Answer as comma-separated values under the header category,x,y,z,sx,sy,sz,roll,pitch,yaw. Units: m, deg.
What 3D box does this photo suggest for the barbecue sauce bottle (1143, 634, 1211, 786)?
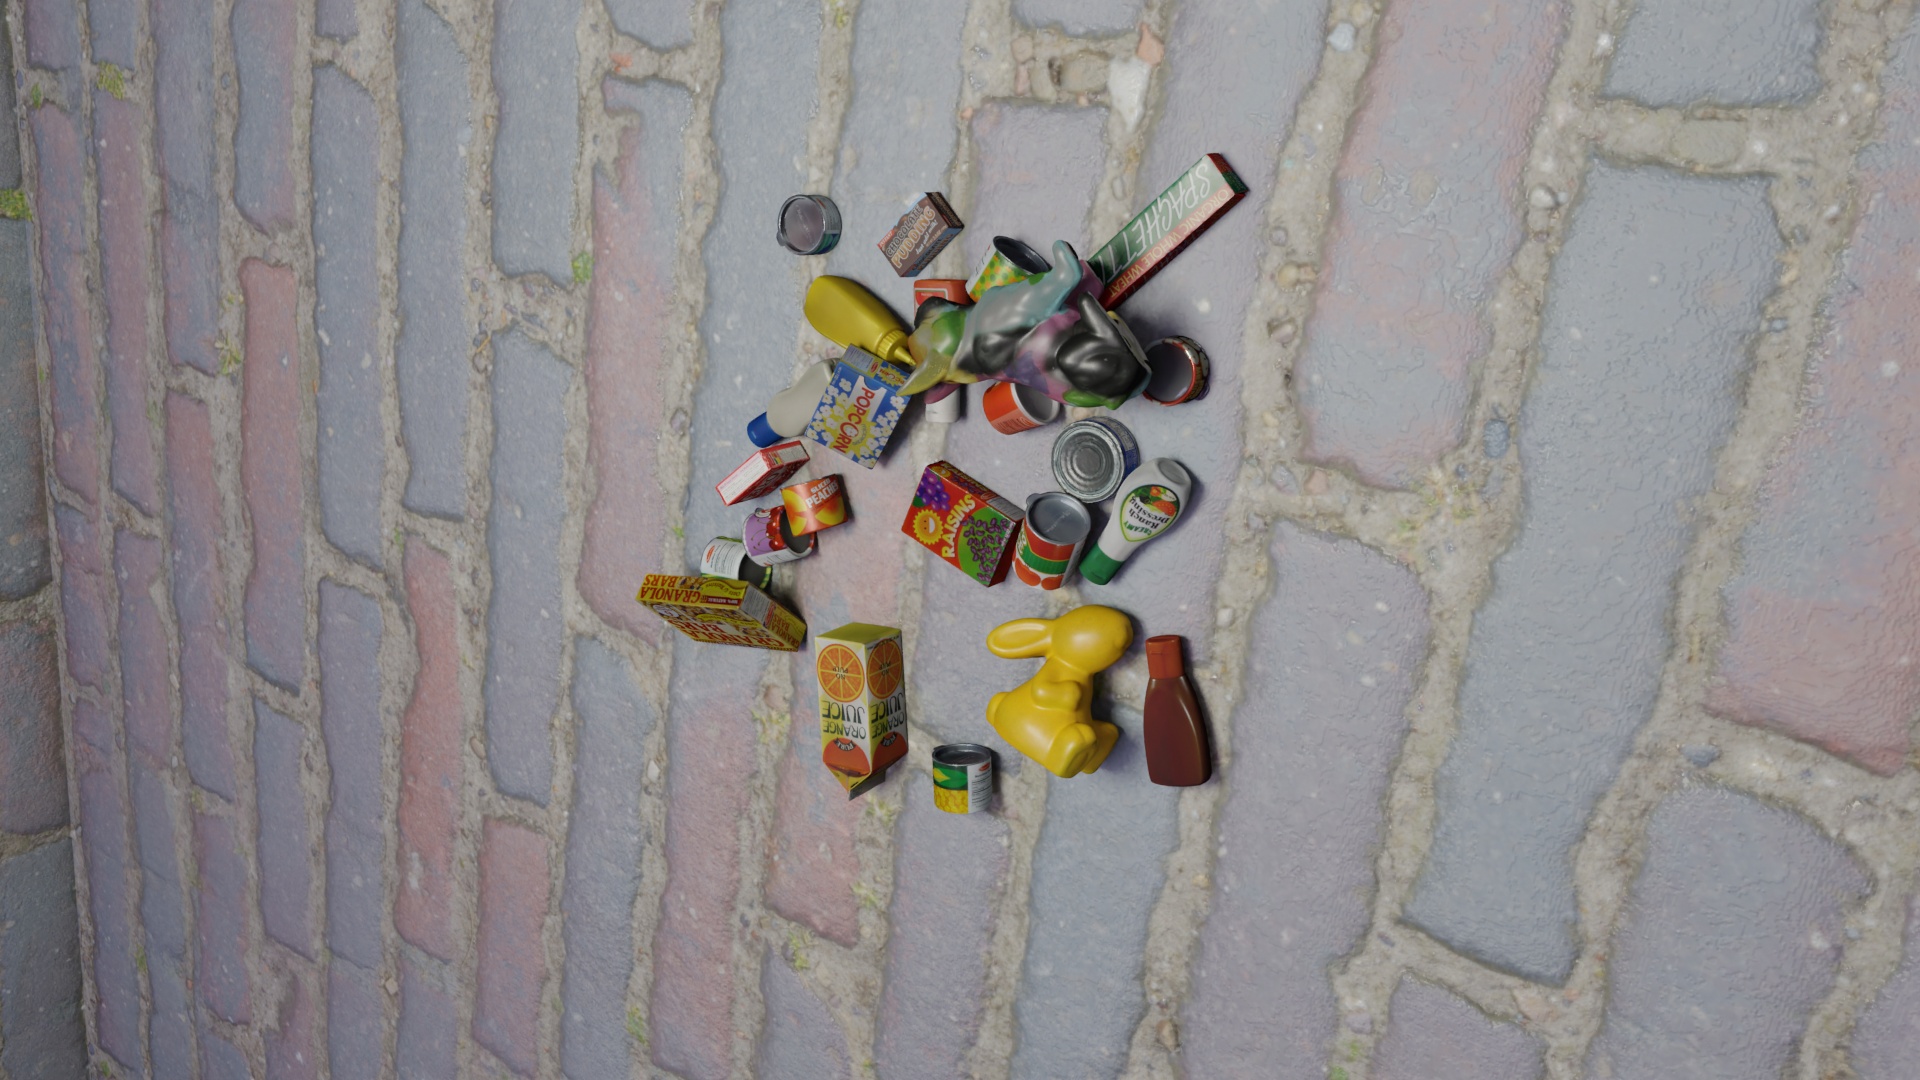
category,x,y,z,sx,sy,sz,roll,pitch,yaw
barbecue sauce bottle,0.212,0.170,1.395,0.065,0.044,0.148,-4,98,33

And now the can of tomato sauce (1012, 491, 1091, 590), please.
category,x,y,z,sx,sy,sz,roll,pitch,yaw
can of tomato sauce,0.089,0.001,1.404,0.071,0.071,0.082,40,147,19

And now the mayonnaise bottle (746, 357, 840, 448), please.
category,x,y,z,sx,sy,sz,roll,pitch,yaw
mayonnaise bottle,-0.183,-0.151,1.581,0.147,0.041,0.064,-27,93,35

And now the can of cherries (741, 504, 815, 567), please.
category,x,y,z,sx,sy,sz,roll,pitch,yaw
can of cherries,-0.212,-0.009,1.616,0.058,0.072,0.071,-14,93,34

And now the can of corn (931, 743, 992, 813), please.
category,x,y,z,sx,sy,sz,roll,pitch,yaw
can of corn,0.000,0.263,1.540,0.071,0.071,0.058,6,104,32

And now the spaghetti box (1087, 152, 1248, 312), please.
category,x,y,z,sx,sy,sz,roll,pitch,yaw
spaghetti box,0.165,-0.272,1.335,0.249,0.029,0.050,-39,80,33

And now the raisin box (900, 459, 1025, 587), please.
category,x,y,z,sx,sy,sz,roll,pitch,yaw
raisin box,0.005,-0.019,1.489,0.123,0.040,0.085,33,117,22

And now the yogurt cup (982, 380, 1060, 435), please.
category,x,y,z,sx,sy,sz,roll,pitch,yaw
yogurt cup,0.060,-0.141,1.412,0.053,0.073,0.072,-24,87,43

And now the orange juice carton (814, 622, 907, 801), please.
category,x,y,z,sx,sy,sz,roll,pitch,yaw
orange juice carton,-0.112,0.198,1.594,0.073,0.072,0.192,4,103,33

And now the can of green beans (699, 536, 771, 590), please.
category,x,y,z,sx,sy,sz,roll,pitch,yaw
can of green beans,-0.268,0.031,1.662,0.058,0.071,0.071,9,106,30

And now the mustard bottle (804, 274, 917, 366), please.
category,x,y,z,sx,sy,sz,roll,pitch,yaw
mustard bottle,-0.101,-0.227,1.498,0.160,0.049,0.065,39,122,26

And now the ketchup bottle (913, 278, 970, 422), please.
category,x,y,z,sx,sy,sz,roll,pitch,yaw
ketchup bottle,-0.019,-0.200,1.461,0.065,0.044,0.148,12,108,44

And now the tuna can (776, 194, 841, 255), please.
category,x,y,z,sx,sy,sz,roll,pitch,yaw
tuna can,-0.168,-0.347,1.531,0.071,0.033,0.071,8,105,32

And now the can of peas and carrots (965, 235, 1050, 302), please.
category,x,y,z,sx,sy,sz,roll,pitch,yaw
can of peas and carrots,0.049,-0.261,1.390,0.071,0.071,0.058,44,121,17

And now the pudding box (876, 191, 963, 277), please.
category,x,y,z,sx,sy,sz,roll,pitch,yaw
pudding box,-0.043,-0.321,1.458,0.083,0.030,0.050,-40,78,33

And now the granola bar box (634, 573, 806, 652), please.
category,x,y,z,sx,sy,sz,roll,pitch,yaw
granola bar box,-0.284,0.086,1.654,0.165,0.124,0.039,3,64,33

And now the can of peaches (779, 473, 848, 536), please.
category,x,y,z,sx,sy,sz,roll,pitch,yaw
can of peaches,-0.165,-0.040,1.577,0.071,0.071,0.058,-12,95,34

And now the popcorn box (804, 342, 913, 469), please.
category,x,y,z,sx,sy,sz,roll,pitch,yaw
popcorn box,-0.107,-0.142,1.495,0.085,0.038,0.126,28,137,-5

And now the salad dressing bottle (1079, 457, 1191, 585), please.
category,x,y,z,sx,sy,sz,roll,pitch,yaw
salad dressing bottle,0.170,-0.016,1.376,0.064,0.044,0.147,27,125,-10

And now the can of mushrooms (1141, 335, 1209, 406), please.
category,x,y,z,sx,sy,sz,roll,pitch,yaw
can of mushrooms,0.204,-0.161,1.331,0.071,0.033,0.071,7,104,31
